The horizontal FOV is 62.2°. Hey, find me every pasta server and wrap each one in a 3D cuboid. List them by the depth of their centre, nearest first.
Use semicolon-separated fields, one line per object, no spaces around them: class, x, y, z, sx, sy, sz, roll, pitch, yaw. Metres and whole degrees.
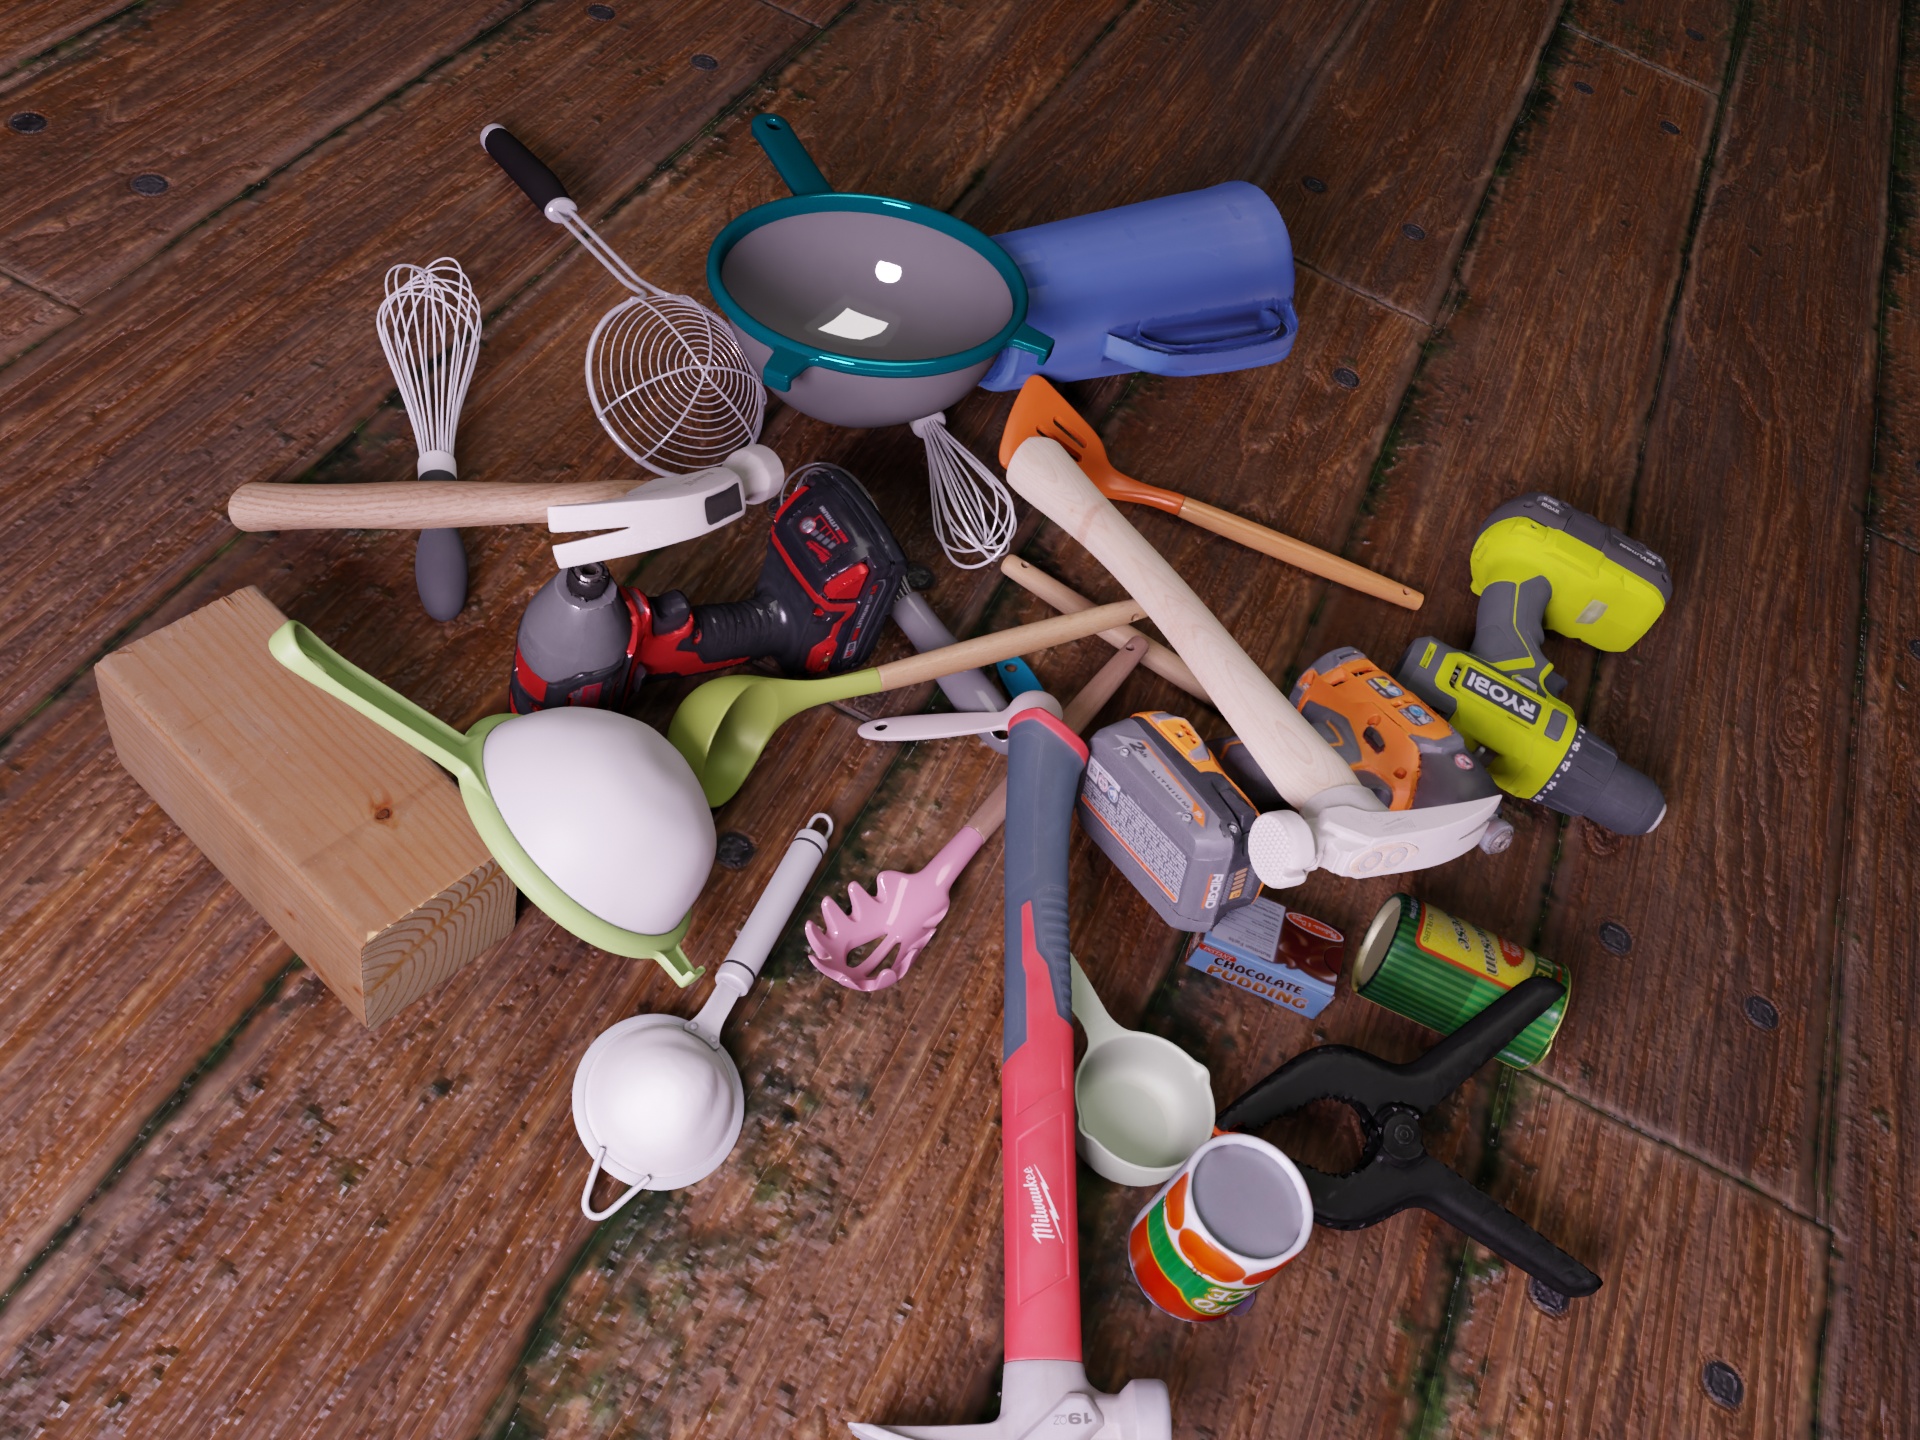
pasta server;0.023;0.044;0.917;0.060;0.040;0.316;27;55;24

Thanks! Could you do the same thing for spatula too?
spatula;0.181;-0.146;1.124;0.322;0.041;0.081;22;66;-2

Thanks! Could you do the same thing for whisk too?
whisk;-0.326;-0.181;0.990;0.070;0.070;0.285;-3;59;-19
whisk;-0.037;-0.071;1.000;0.055;0.055;0.239;-26;69;-31
whisk;-0.019;-0.199;1.105;0.057;0.059;0.247;25;33;-48

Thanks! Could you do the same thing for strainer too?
strainer;-0.203;0.013;0.763;0.256;0.069;0.152;41;17;-39
strainer;-0.120;0.138;0.819;0.087;0.050;0.259;35;47;-9
strainer;-0.089;-0.305;1.105;0.211;0.095;0.341;-11;48;-21

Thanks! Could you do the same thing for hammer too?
hammer;0.024;0.165;0.800;0.143;0.038;0.387;0;58;2
hammer;-0.270;-0.117;0.869;0.331;0.031;0.130;3;23;23
hammer;0.143;-0.056;0.943;0.146;0.038;0.411;-6;40;-25

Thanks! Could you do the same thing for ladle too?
ladle;-0.019;-0.022;0.931;0.320;0.078;0.062;-16;50;-22

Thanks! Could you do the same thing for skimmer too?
skimmer;-0.259;-0.304;1.118;0.127;0.090;0.364;-14;48;-36

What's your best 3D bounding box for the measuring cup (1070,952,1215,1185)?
measuring cup;0.069;0.172;0.851;0.083;0.038;0.168;-18;59;-28

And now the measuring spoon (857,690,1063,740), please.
measuring spoon;-0.002;-0.003;0.945;0.124;0.018;0.034;-5;40;8

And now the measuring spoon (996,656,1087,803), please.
measuring spoon;0.051;0.005;0.989;0.042;0.021;0.129;-18;51;-14

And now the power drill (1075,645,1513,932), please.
power drill;0.200;0.042;0.923;0.226;0.084;0.164;-16;44;-27

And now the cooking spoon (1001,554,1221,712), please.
cooking spoon;0.161;-0.020;1.036;0.319;0.017;0.069;34;54;9

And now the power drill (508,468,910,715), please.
power drill;-0.145;-0.061;0.897;0.219;0.143;0.079;-22;65;-32

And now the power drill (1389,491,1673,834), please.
power drill;0.406;-0.037;1.088;0.190;0.080;0.229;30;54;7
